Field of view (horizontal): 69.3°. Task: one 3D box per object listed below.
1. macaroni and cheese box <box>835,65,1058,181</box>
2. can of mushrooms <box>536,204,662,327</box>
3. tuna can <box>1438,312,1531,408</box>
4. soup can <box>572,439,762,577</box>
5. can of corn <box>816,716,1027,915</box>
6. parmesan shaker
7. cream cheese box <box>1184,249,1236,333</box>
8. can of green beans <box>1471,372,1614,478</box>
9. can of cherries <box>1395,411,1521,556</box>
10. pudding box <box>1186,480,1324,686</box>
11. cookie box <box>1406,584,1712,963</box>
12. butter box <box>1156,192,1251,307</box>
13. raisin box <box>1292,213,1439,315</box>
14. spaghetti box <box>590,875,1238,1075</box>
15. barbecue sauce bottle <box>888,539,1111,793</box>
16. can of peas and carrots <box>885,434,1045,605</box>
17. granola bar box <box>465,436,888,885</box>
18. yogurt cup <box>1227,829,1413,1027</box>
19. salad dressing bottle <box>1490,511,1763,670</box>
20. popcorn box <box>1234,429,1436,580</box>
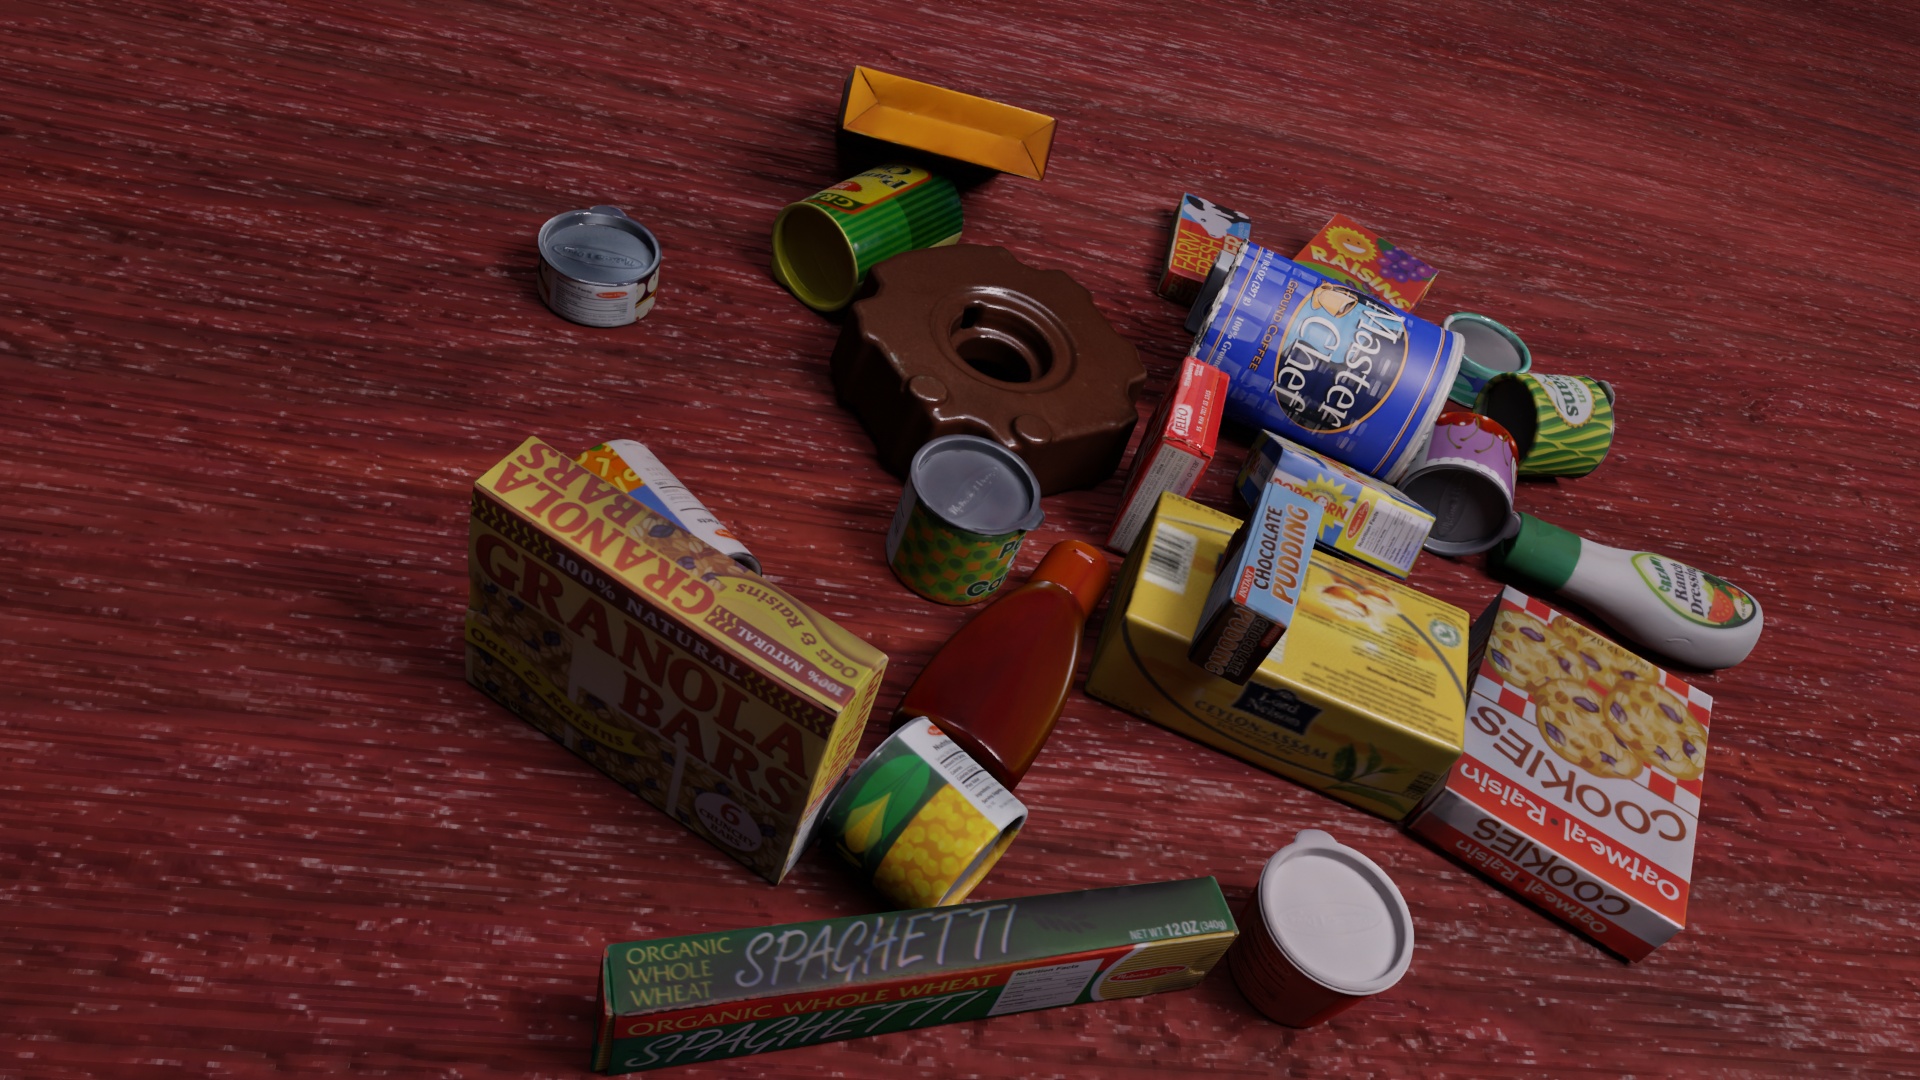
[{"bbox_3d":[-0.015,-0.264,0.885,0.124,0.040,0.167,12,14,-10],"label":"macaroni and cheese box"},{"bbox_3d":[-0.201,-0.153,0.774,0.071,0.033,0.071,10,47,-10],"label":"can of mushrooms"},{"bbox_3d":[0.353,-0.122,0.946,0.071,0.032,0.071,10,46,-10],"label":"tuna can"},{"bbox_3d":[-0.144,0.007,0.626,0.084,0.071,0.072,43,49,21],"label":"soup can"},{"bbox_3d":[-0.016,0.118,0.569,0.058,0.070,0.071,40,48,16],"label":"can of corn"},{"bbox_3d":[-0.056,-0.186,0.836,0.071,0.071,0.103,38,47,16],"label":"parmesan shaker"},{"bbox_3d":[0.202,-0.141,0.894,0.104,0.053,0.024,26,42,4],"label":"cream cheese box"},{"bbox_3d":[0.368,-0.073,0.882,0.058,0.071,0.071,1,49,-19],"label":"can of green beans"},{"bbox_3d":[0.295,-0.033,0.819,0.071,0.071,0.059,26,44,5],"label":"can of cherries"},{"bbox_3d":[0.134,0.018,0.630,0.030,0.049,0.084,26,47,3],"label":"pudding box"},{"bbox_3d":[0.309,0.113,0.708,0.123,0.040,0.168,30,45,9],"label":"cookie box"},{"bbox_3d":[0.168,-0.196,0.953,0.053,0.024,0.104,19,45,-1],"label":"butter box"},{"bbox_3d":[0.265,-0.167,0.951,0.086,0.039,0.124,34,48,13],"label":"raisin box"},{"bbox_3d":[-0.013,0.165,0.535,0.250,0.049,0.029,-1,47,-20],"label":"spaghetti box"},{"bbox_3d":[0.027,0.055,0.657,0.065,0.043,0.149,31,45,9],"label":"barbecue sauce bottle"},{"bbox_3d":[0.002,-0.009,0.696,0.071,0.058,0.071,11,47,-11],"label":"can of peas and carrots"},{"bbox_3d":[-0.120,0.051,0.551,0.166,0.123,0.039,31,45,9],"label":"granola bar box"},{"bbox_3d":[0.148,0.169,0.587,0.072,0.053,0.073,10,46,-11],"label":"yogurt cup"},{"bbox_3d":[0.387,0.027,0.812,0.148,0.043,0.064,22,44,1],"label":"salad dressing bottle"},{"bbox_3d":[0.198,-0.022,0.750,0.085,0.038,0.127,24,11,3],"label":"popcorn box"}]
